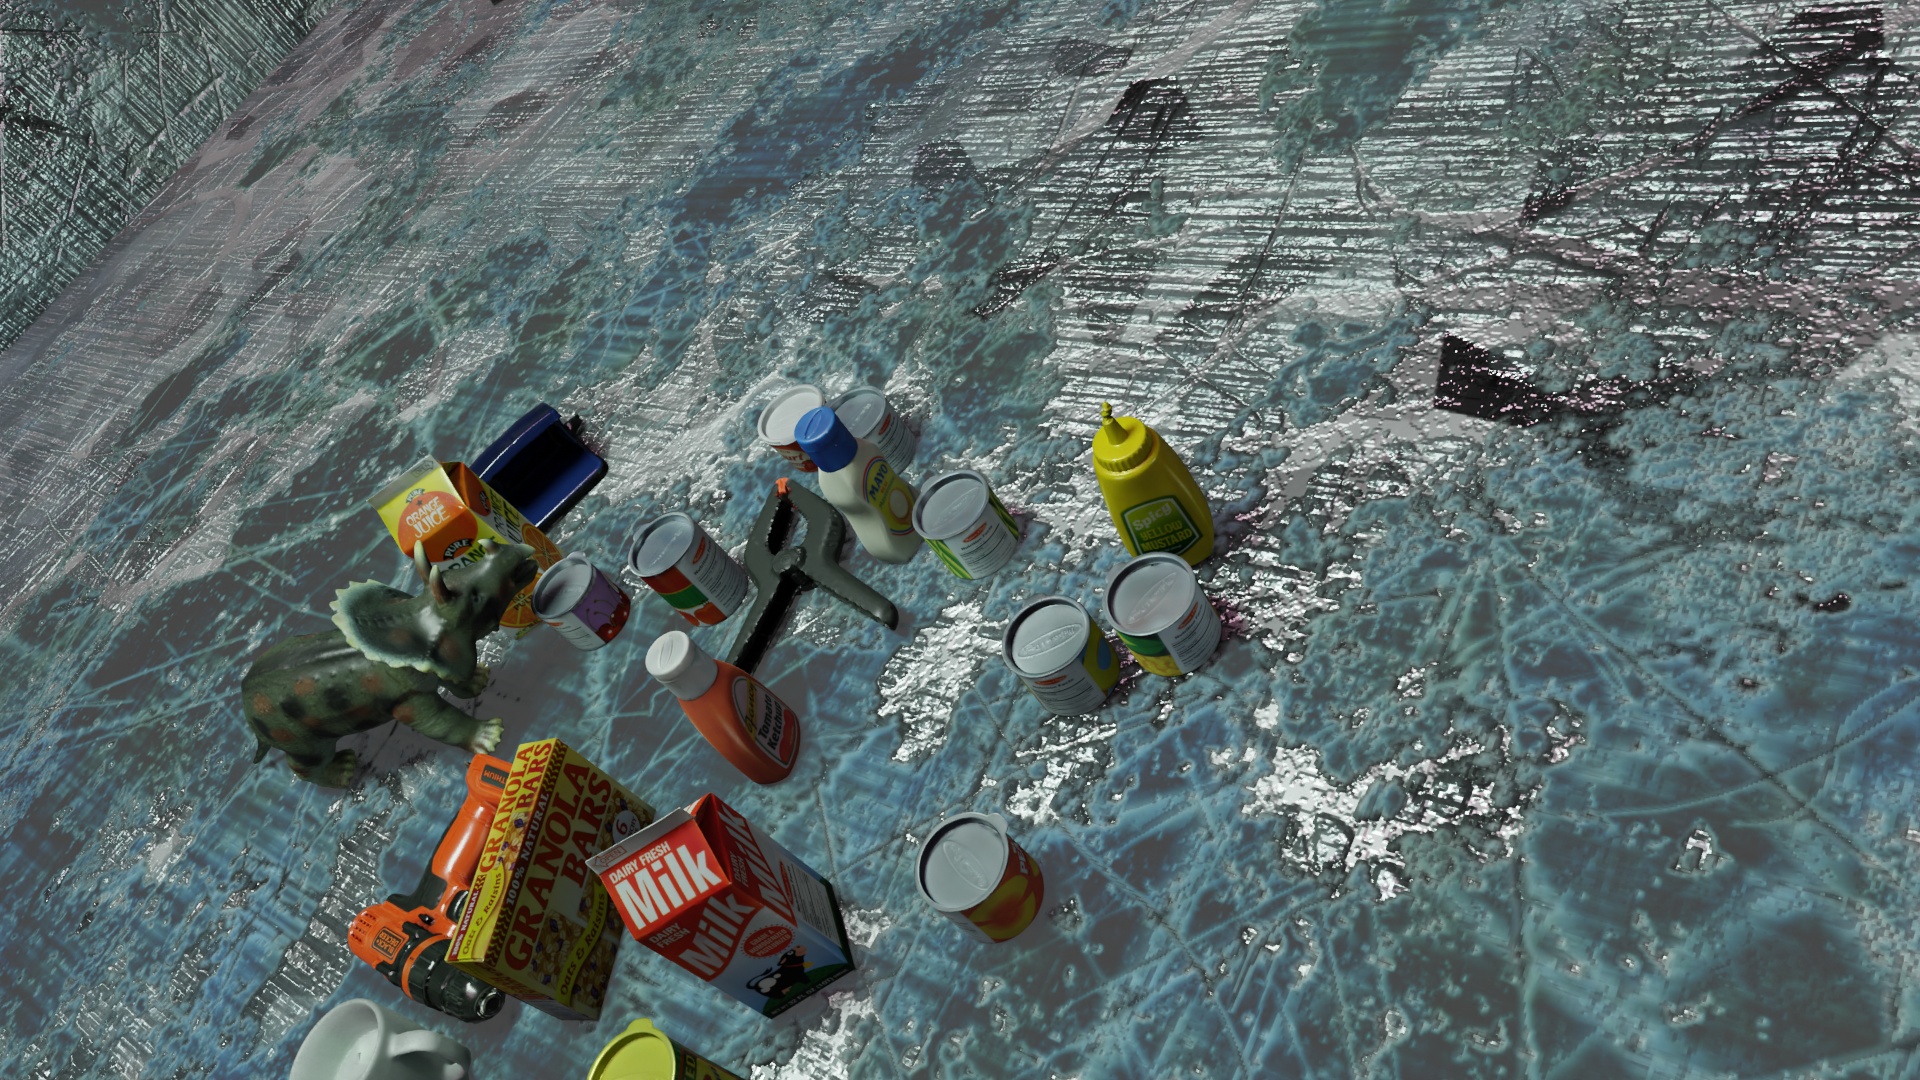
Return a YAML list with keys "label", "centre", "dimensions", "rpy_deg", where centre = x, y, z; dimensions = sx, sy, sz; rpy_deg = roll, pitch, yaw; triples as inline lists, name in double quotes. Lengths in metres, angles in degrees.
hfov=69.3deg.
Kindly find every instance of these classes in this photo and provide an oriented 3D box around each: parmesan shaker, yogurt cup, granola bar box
- label: "parmesan shaker"
  centre: [-0.175, 0.349, 0.863]
  dimensions: [0.071, 0.102, 0.072]
  rpy_deg: [-17, 48, 20]
- label: "yogurt cup"
  centre: [-0.139, -0.098, 1.244]
  dimensions: [0.072, 0.053, 0.073]
  rpy_deg: [-17, 48, 20]
- label: "granola bar box"
  centre: [-0.292, 0.246, 1.006]
  dimensions: [0.039, 0.124, 0.166]
  rpy_deg: [-11, 50, 25]

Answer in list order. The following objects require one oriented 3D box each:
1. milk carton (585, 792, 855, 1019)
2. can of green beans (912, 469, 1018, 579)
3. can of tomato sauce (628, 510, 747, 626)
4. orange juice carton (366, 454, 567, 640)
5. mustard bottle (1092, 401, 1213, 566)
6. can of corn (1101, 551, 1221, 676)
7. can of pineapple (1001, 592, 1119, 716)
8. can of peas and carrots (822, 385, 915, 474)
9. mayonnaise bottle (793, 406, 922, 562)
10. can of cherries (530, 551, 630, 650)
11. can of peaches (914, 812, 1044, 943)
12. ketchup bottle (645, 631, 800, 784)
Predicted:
- label: "milk carton"
  centre: [-0.151, 0.228, 0.886]
  dimensions: [0.072, 0.190, 0.074]
  rpy_deg: [-32, 44, 7]
- label: "can of green beans"
  centre: [0.005, -0.012, 1.080]
  dimensions: [0.071, 0.057, 0.071]
  rpy_deg: [-17, 48, 20]
- label: "can of tomato sauce"
  centre: [-0.232, 0.025, 1.180]
  dimensions: [0.071, 0.083, 0.071]
  rpy_deg: [-17, 48, 20]
- label: "orange juice carton"
  centre: [-0.438, 0.000, 1.252]
  dimensions: [0.072, 0.192, 0.073]
  rpy_deg: [-34, 44, 4]
- label: "mustard bottle"
  centre: [0.125, -0.039, 0.953]
  dimensions: [0.065, 0.159, 0.049]
  rpy_deg: [-21, 47, 17]
- label: "can of corn"
  centre: [0.136, 0.050, 0.946]
  dimensions: [0.071, 0.058, 0.071]
  rpy_deg: [-17, 48, 20]
- label: "can of pineapple"
  centre: [0.070, 0.079, 0.964]
  dimensions: [0.071, 0.057, 0.071]
  rpy_deg: [-17, 48, 20]
- label: "can of peas and carrots"
  centre: [-0.082, -0.091, 1.199]
  dimensions: [0.071, 0.058, 0.071]
  rpy_deg: [-17, 48, 20]
- label: "mayonnaise bottle"
  centre: [-0.078, -0.045, 1.095]
  dimensions: [0.041, 0.147, 0.065]
  rpy_deg: [2, 56, 34]
- label: "can of cherries"
  centre: [-0.337, 0.054, 1.240]
  dimensions: [0.071, 0.058, 0.072]
  rpy_deg: [-17, 48, 20]
- label: "can of peaches"
  centre: [0.015, 0.214, 0.887]
  dimensions: [0.071, 0.058, 0.071]
  rpy_deg: [-17, 48, 20]
- label: "ketchup bottle"
  centre: [-0.173, 0.120, 1.018]
  dimensions: [0.043, 0.148, 0.065]
  rpy_deg: [-16, 48, 21]
